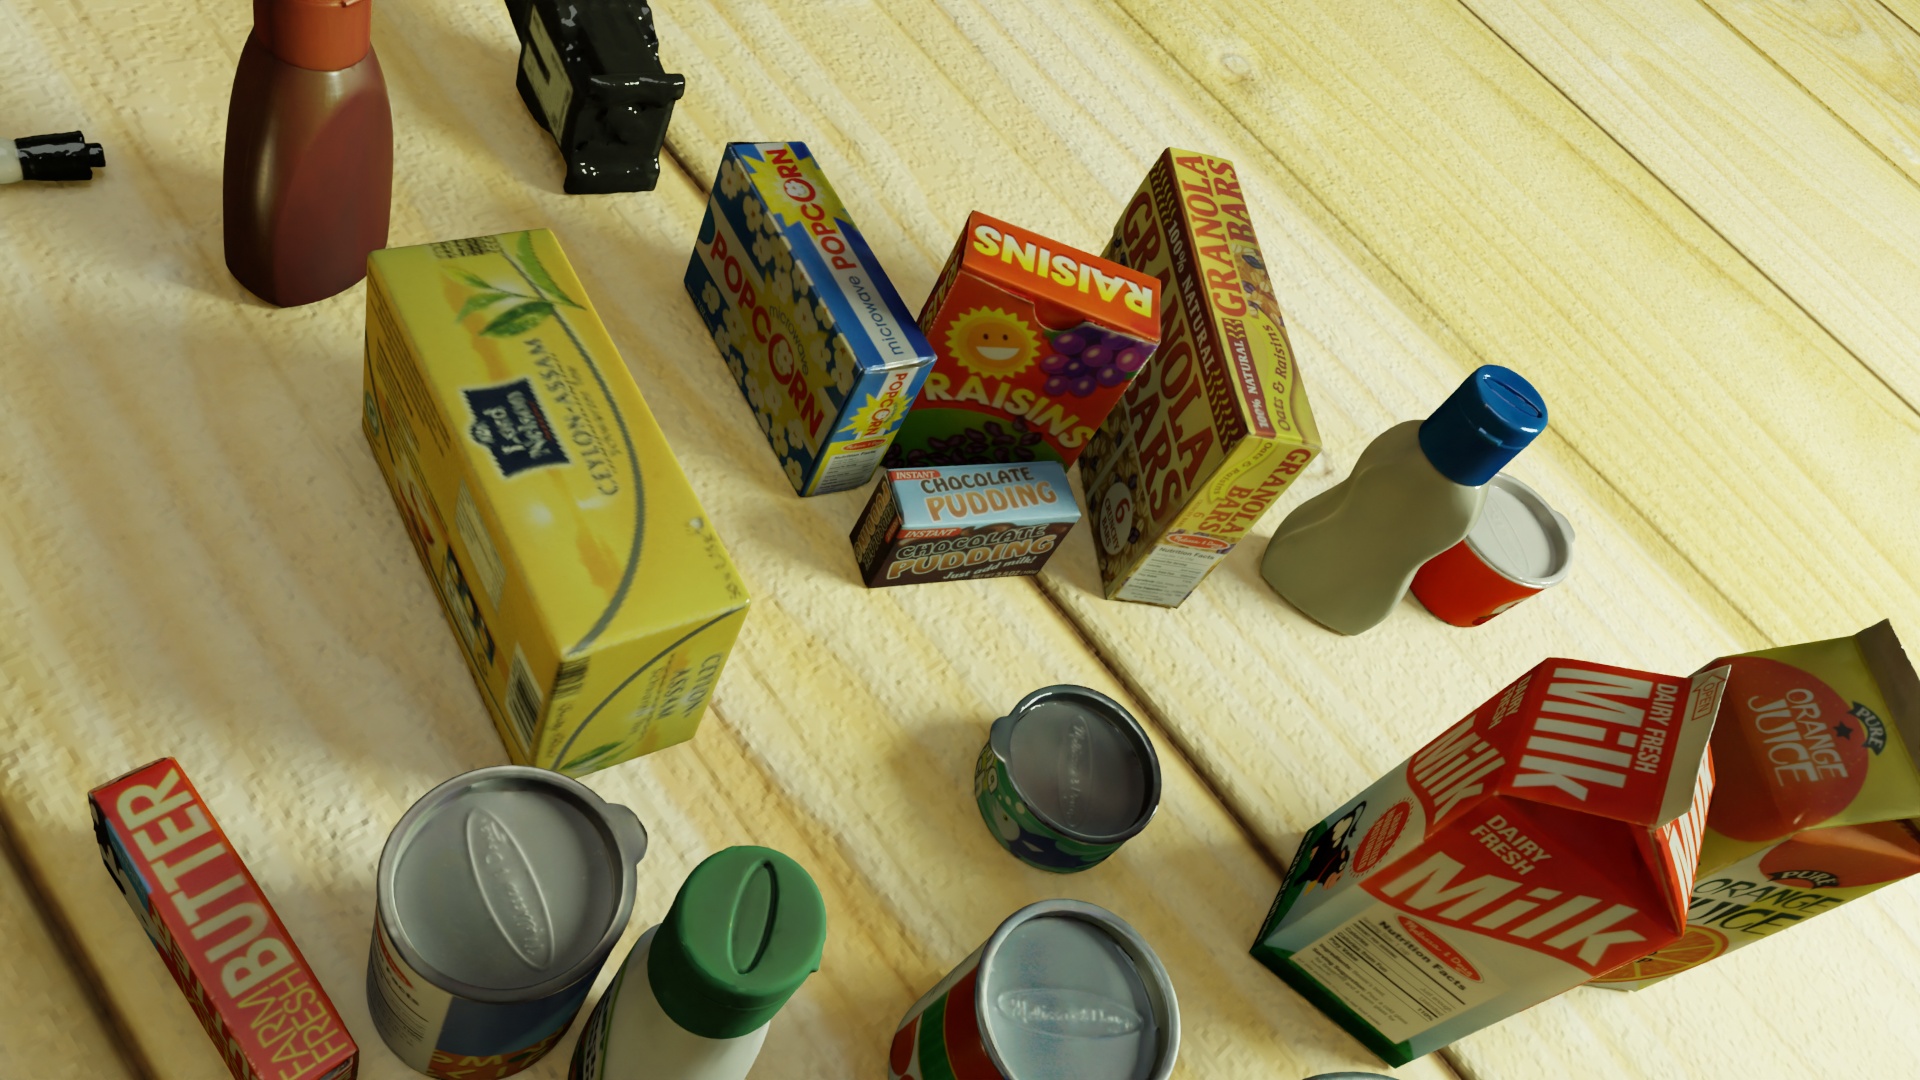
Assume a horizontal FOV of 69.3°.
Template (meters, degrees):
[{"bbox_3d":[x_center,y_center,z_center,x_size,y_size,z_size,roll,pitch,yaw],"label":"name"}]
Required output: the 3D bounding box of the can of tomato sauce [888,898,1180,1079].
[{"bbox_3d":[0.021,0.162,0.438,0.071,0.082,0.071,13,52,-17],"label":"can of tomato sauce"}]

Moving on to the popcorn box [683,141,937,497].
[{"bbox_3d":[-0.067,-0.093,0.584,0.038,0.084,0.127,-15,64,-33],"label":"popcorn box"}]

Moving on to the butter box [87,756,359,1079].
[{"bbox_3d":[-0.204,0.114,0.386,0.024,0.052,0.103,-29,72,-38],"label":"butter box"}]

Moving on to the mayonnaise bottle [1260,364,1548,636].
[{"bbox_3d":[0.195,-0.017,0.611,0.065,0.147,0.041,35,49,2],"label":"mayonnaise bottle"}]

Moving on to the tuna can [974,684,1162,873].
[{"bbox_3d":[0.038,0.091,0.532,0.071,0.032,0.071,13,52,-17],"label":"tuna can"}]

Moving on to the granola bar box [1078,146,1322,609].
[{"bbox_3d":[0.093,-0.072,0.619,0.039,0.123,0.166,7,53,-21],"label":"granola bar box"}]

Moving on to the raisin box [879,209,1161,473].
[{"bbox_3d":[0.019,-0.070,0.582,0.086,0.122,0.040,19,50,-12],"label":"raisin box"}]

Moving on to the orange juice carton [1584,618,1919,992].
[{"bbox_3d":[0.290,0.107,0.535,0.073,0.191,0.072,13,52,-17],"label":"orange juice carton"}]

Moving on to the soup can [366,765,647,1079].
[{"bbox_3d":[-0.132,0.112,0.402,0.071,0.083,0.072,13,52,-17],"label":"soup can"}]

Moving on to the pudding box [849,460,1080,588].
[{"bbox_3d":[0.002,-0.007,0.576,0.084,0.049,0.030,-4,58,-28],"label":"pudding box"}]

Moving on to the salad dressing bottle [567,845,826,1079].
[{"bbox_3d":[-0.074,0.127,0.376,0.044,0.146,0.064,19,50,-12],"label":"salad dressing bottle"}]

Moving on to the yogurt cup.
[{"bbox_3d":[0.256,0.007,0.685,0.072,0.053,0.073,13,52,-17],"label":"yogurt cup"}]

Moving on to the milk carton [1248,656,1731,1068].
[{"bbox_3d":[0.190,0.110,0.487,0.073,0.189,0.073,39,49,5],"label":"milk carton"}]

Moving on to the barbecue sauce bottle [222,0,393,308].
[{"bbox_3d":[-0.236,-0.153,0.505,0.044,0.147,0.065,36,49,3],"label":"barbecue sauce bottle"}]
